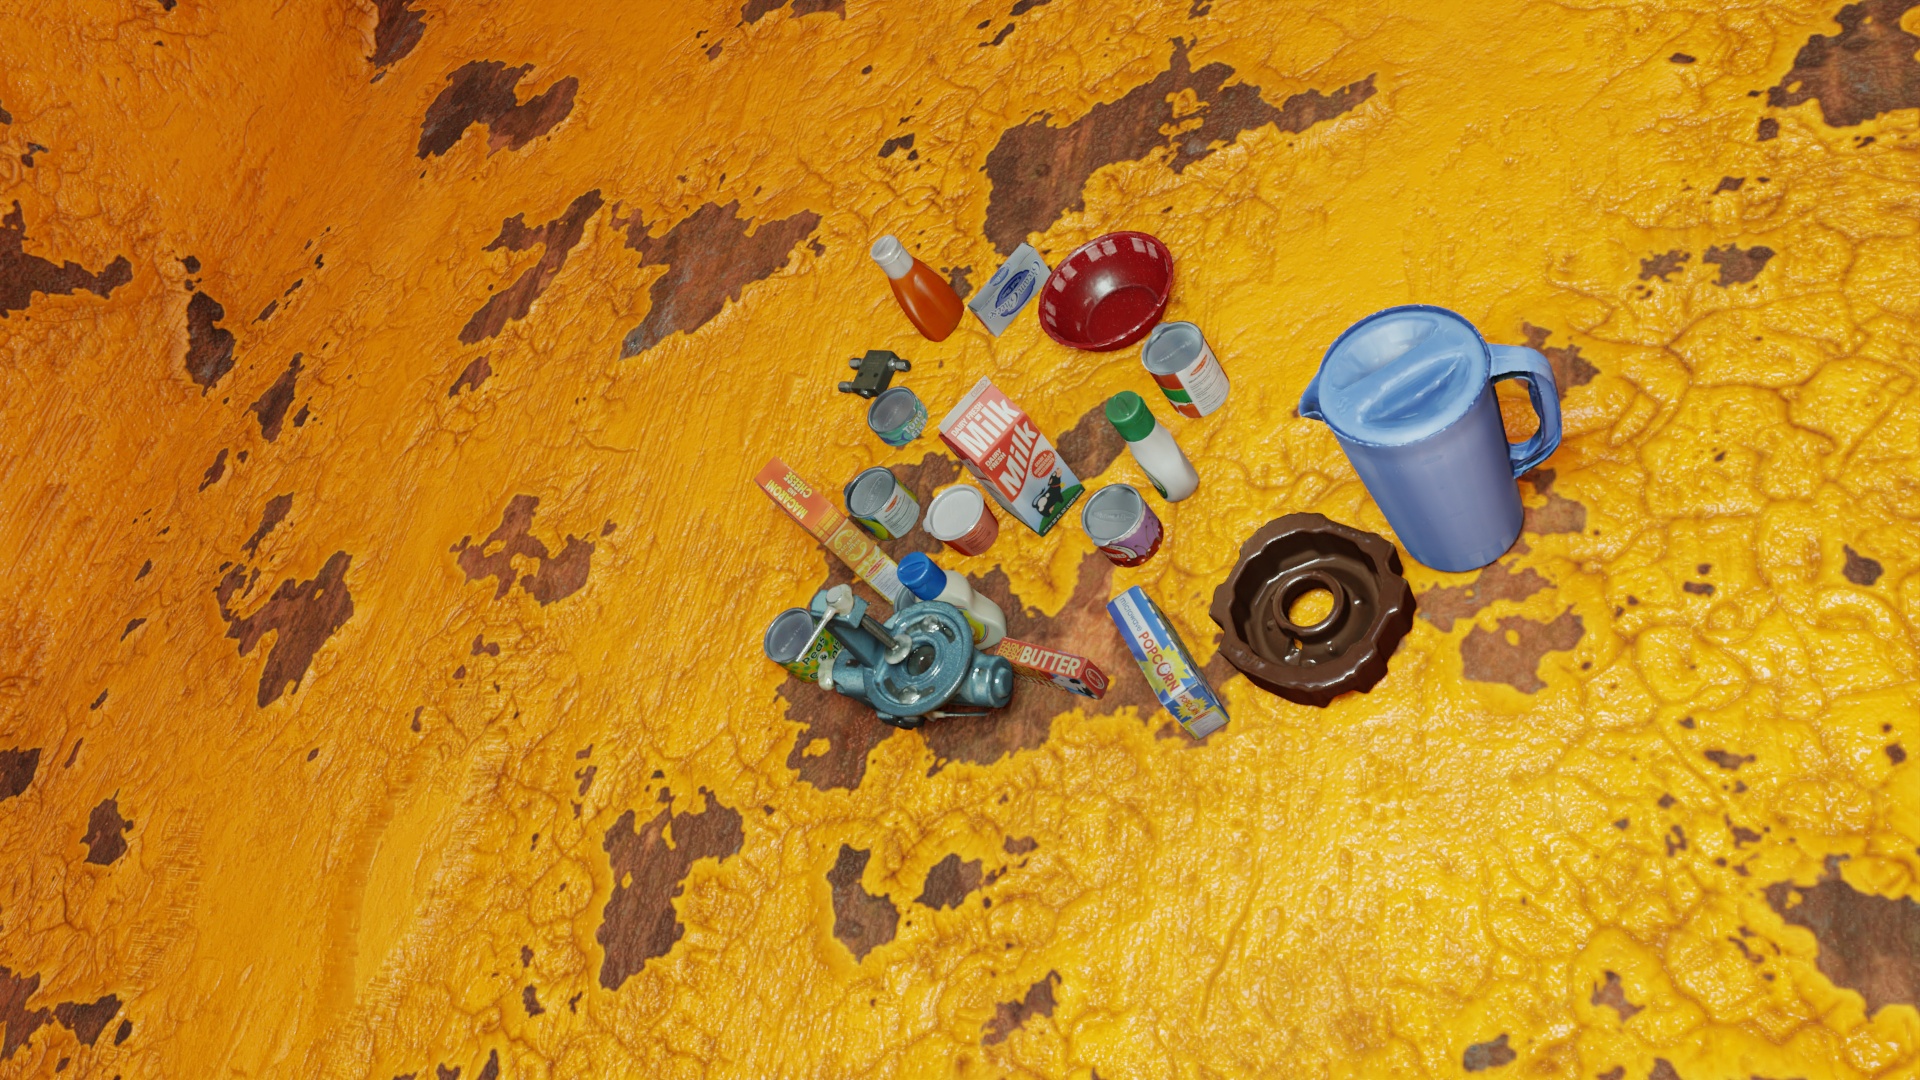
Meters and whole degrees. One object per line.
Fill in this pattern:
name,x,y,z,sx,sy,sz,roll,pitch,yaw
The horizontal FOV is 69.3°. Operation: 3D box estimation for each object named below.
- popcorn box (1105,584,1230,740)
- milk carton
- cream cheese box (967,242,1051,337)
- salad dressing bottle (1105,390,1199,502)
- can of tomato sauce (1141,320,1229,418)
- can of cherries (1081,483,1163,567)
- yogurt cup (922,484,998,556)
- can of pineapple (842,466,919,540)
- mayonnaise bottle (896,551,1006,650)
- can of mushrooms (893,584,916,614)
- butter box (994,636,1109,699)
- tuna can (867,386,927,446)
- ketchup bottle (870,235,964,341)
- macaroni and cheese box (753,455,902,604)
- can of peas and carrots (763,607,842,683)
popcorn box,0.188,0.110,1.265,0.038,0.085,0.127,-35,48,9
milk carton,0.045,-0.090,1.418,0.072,0.190,0.073,-49,47,-3
cream cheese box,0.059,-0.296,1.639,0.104,0.053,0.024,-49,47,-5
salad dressing bottle,0.187,-0.092,1.358,0.044,0.147,0.064,-35,48,9
can of tomato sauce,0.231,-0.176,1.428,0.071,0.083,0.071,-17,53,23
can of cherries,0.160,-0.012,1.382,0.071,0.058,0.072,-16,53,23
yogurt cup,0.005,-0.019,1.489,0.072,0.054,0.073,-16,53,23
can of pineapple,-0.088,-0.042,1.562,0.071,0.057,0.071,-16,53,23
mayonnaise bottle,-0.012,0.061,1.383,0.064,0.147,0.041,-20,52,21
can of mushrooms,-0.033,0.066,1.471,0.071,0.033,0.071,-16,53,23
butter box,0.087,0.123,1.343,0.103,0.053,0.024,12,68,37
tuna can,-0.072,-0.146,1.638,0.071,0.032,0.071,-16,53,23
ketchup bottle,-0.053,-0.302,1.650,0.043,0.148,0.065,20,73,40
macaroni and cheese box,-0.136,-0.010,1.498,0.040,0.166,0.124,-48,47,-3
can of peas and carrots,-0.169,0.115,1.509,0.071,0.058,0.071,-16,53,23
